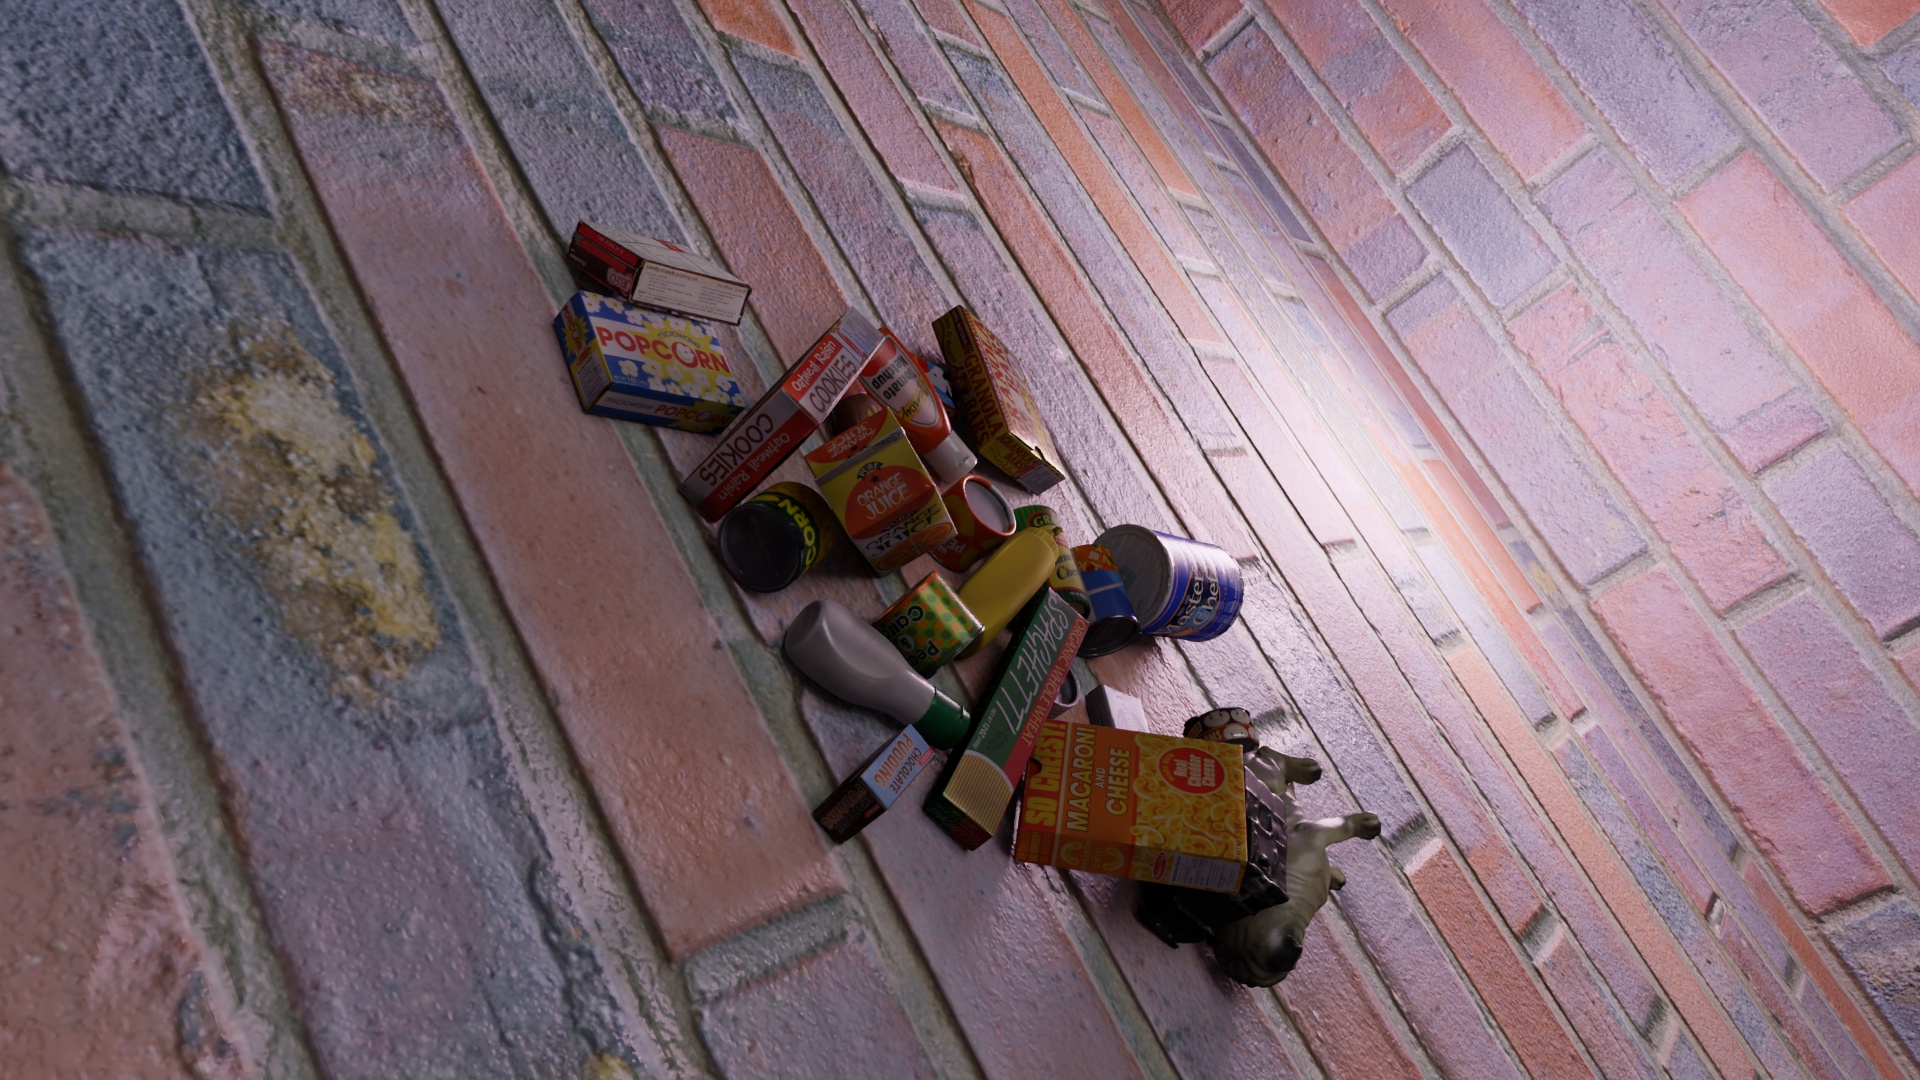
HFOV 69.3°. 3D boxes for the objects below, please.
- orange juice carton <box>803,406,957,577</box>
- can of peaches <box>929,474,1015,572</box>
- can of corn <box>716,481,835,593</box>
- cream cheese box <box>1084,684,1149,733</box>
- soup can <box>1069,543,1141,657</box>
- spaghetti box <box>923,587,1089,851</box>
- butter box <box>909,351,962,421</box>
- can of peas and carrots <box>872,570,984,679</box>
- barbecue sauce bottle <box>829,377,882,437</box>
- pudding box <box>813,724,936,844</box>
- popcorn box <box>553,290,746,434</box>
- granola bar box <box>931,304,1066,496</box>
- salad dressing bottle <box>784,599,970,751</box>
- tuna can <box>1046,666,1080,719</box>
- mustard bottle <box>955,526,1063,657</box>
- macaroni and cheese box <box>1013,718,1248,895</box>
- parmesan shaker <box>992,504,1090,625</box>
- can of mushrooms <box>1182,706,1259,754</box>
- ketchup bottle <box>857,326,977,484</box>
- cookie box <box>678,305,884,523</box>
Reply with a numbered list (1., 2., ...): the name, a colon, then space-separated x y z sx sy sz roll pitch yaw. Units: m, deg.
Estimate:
1. orange juice carton: -0.059 -0.037 1.032 0.073 0.072 0.192 59 -1 14
2. can of peaches: 0.004 -0.015 1.197 0.071 0.058 0.071 35 32 -27
3. can of corn: -0.128 -0.004 0.988 0.071 0.071 0.058 50 28 -2
4. cream cheese box: 0.144 0.178 1.206 0.053 0.024 0.104 26 38 -38
5. soup can: 0.122 0.055 1.272 0.071 0.071 0.084 21 40 -42
6. spaghetti box: 0.041 0.129 1.069 0.050 0.028 0.251 41 41 -9
7. butter box: -0.047 -0.153 1.316 0.103 0.024 0.053 23 39 -40
8. can of peas and carrots: -0.026 0.066 1.056 0.058 0.070 0.071 49 29 -2
9. barbecue sauce bottle: -0.077 -0.085 1.178 0.065 0.043 0.149 -10 64 -55
10. pudding box: -0.056 0.161 0.923 0.030 0.049 0.084 50 28 1
11. popcorn box: -0.228 -0.129 1.023 0.127 0.038 0.085 7 50 -51
12. granola bar box: 0.038 -0.139 1.377 0.124 0.039 0.166 33 31 -53
13. salad dressing bottle: -0.057 0.100 0.999 0.147 0.044 0.064 38 30 -24
14. tuna can: 0.064 0.116 1.158 0.071 0.032 0.071 34 33 -27
15. mustard bottle: 0.040 0.031 1.152 0.049 0.065 0.161 39 47 6
16. macaroni and cheese box: 0.130 0.197 1.054 0.166 0.040 0.124 8 35 4
17. parmesan shaker: 0.071 0.029 1.232 0.071 0.071 0.103 19 43 -44
18. can of mushrooms: 0.241 0.185 1.293 0.071 0.070 0.033 23 41 -40
19. ketchup bottle: -0.045 -0.117 1.248 0.065 0.043 0.148 -45 104 -21
20. cookie box: -0.130 -0.096 1.036 0.040 0.122 0.168 44 30 -11
